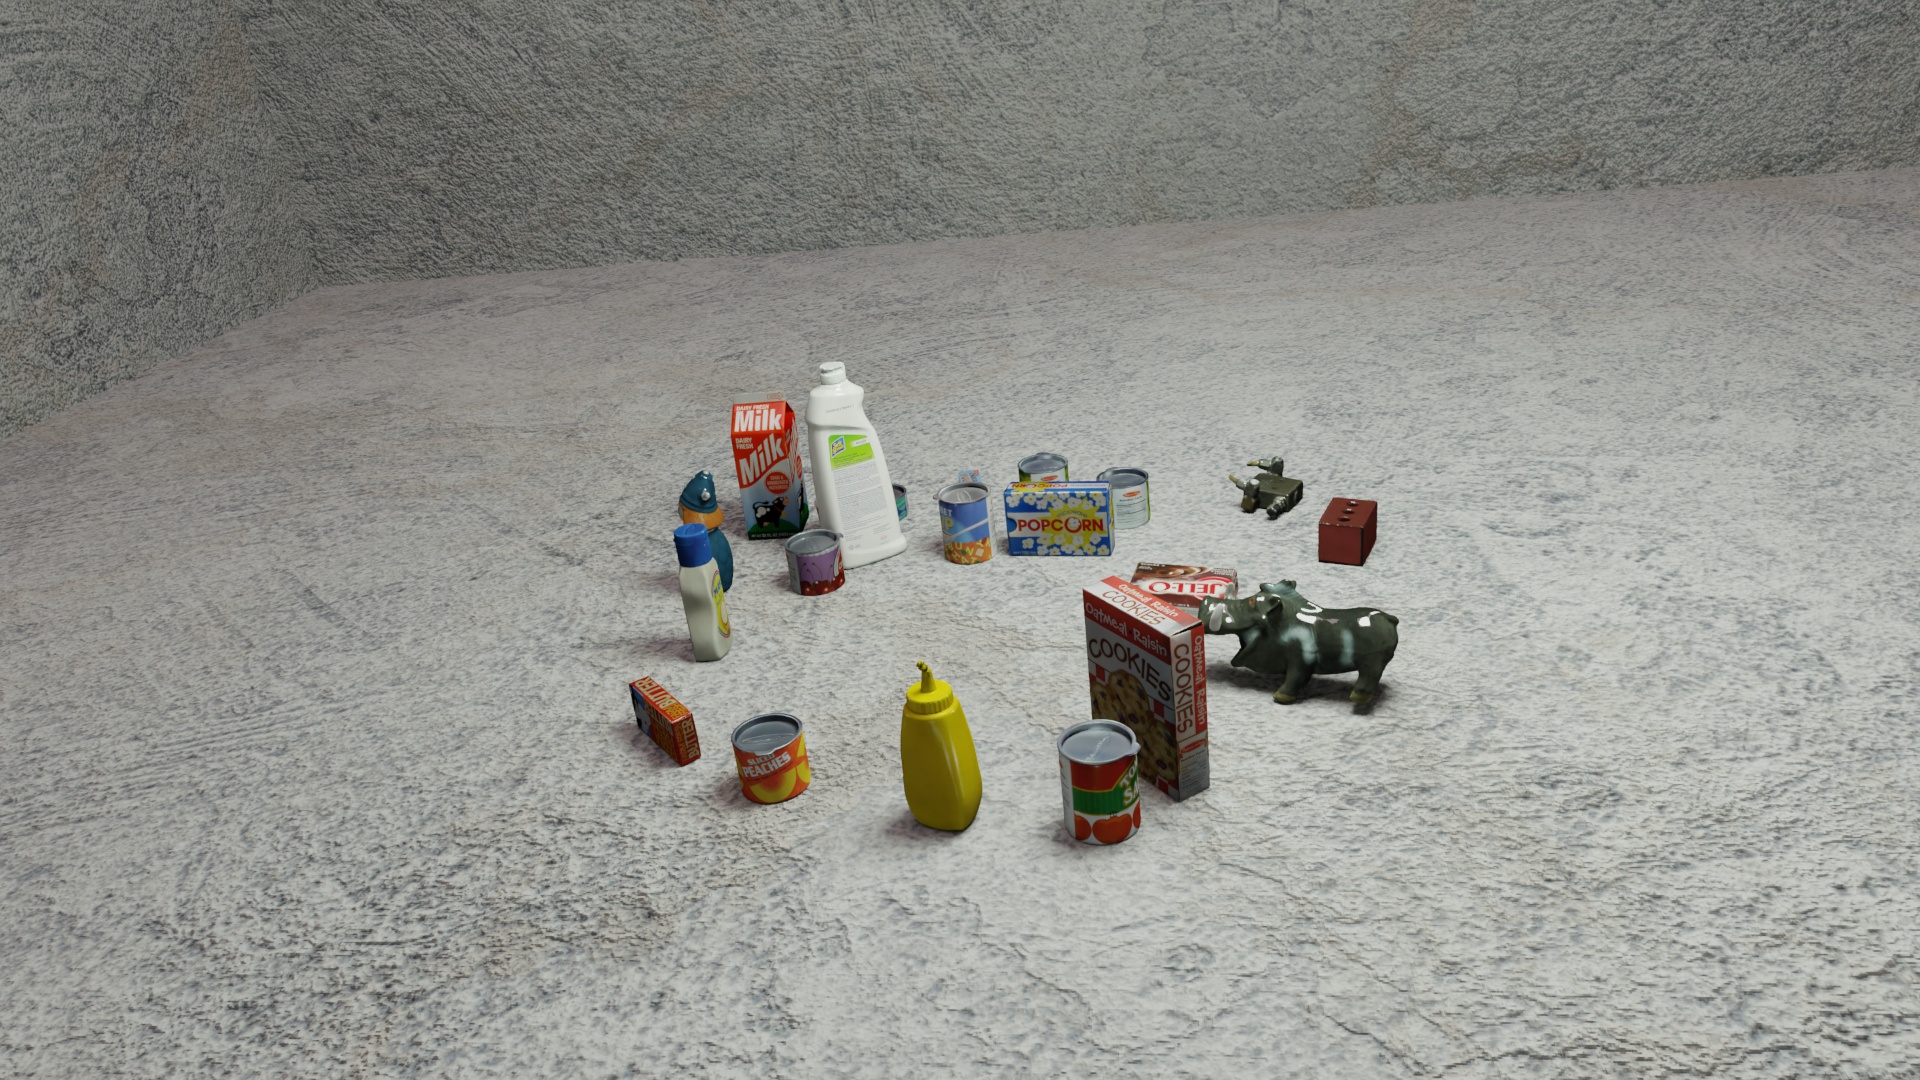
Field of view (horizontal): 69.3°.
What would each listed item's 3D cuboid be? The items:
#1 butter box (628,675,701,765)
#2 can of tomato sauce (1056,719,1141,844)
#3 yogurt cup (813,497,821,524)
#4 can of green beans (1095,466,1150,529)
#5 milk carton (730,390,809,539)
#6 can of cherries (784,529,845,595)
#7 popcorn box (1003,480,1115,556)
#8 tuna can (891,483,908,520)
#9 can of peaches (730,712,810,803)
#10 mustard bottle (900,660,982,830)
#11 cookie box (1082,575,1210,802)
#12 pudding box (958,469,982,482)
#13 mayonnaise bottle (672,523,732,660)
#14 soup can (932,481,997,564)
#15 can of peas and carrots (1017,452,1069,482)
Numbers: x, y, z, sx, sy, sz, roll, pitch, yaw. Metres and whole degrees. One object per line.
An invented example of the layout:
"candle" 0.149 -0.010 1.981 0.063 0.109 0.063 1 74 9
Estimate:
"butter box" -0.291 0.177 1.367 0.024 0.053 0.103 -22 28 -30
"can of tomato sauce" 0.119 0.204 1.170 0.071 0.082 0.071 -5 24 3
"yogurt cup" -0.151 -0.031 1.789 0.072 0.053 0.073 -5 24 3
"can of green beans" 0.205 -0.053 1.743 0.071 0.057 0.071 -5 24 3
"milk carton" -0.249 -0.102 1.803 0.072 0.189 0.074 -4 24 6
"can of cherries" -0.171 0.026 1.662 0.071 0.058 0.072 -5 24 3
"popcorn box" 0.120 -0.027 1.673 0.127 0.085 0.038 0 25 14
"tuna can" -0.104 -0.048 1.838 0.071 0.032 0.071 -5 24 3
"can of peaches" -0.174 0.202 1.278 0.071 0.057 0.071 -5 24 3
"mustard bottle" -0.020 0.170 1.185 0.065 0.159 0.049 6 27 26
"cookie box" 0.164 0.128 1.224 0.040 0.166 0.123 -20 27 -27
"pudding box" 0.016 -0.055 1.803 0.030 0.049 0.084 -7 24 -1
"mayonnaise bottle" -0.282 0.055 1.518 0.041 0.147 0.065 -4 24 6
"soup can" 0.006 -0.021 1.691 0.071 0.083 0.071 -5 24 3
"can of peas and carrots" 0.110 -0.076 1.815 0.071 0.058 0.071 -5 24 3
